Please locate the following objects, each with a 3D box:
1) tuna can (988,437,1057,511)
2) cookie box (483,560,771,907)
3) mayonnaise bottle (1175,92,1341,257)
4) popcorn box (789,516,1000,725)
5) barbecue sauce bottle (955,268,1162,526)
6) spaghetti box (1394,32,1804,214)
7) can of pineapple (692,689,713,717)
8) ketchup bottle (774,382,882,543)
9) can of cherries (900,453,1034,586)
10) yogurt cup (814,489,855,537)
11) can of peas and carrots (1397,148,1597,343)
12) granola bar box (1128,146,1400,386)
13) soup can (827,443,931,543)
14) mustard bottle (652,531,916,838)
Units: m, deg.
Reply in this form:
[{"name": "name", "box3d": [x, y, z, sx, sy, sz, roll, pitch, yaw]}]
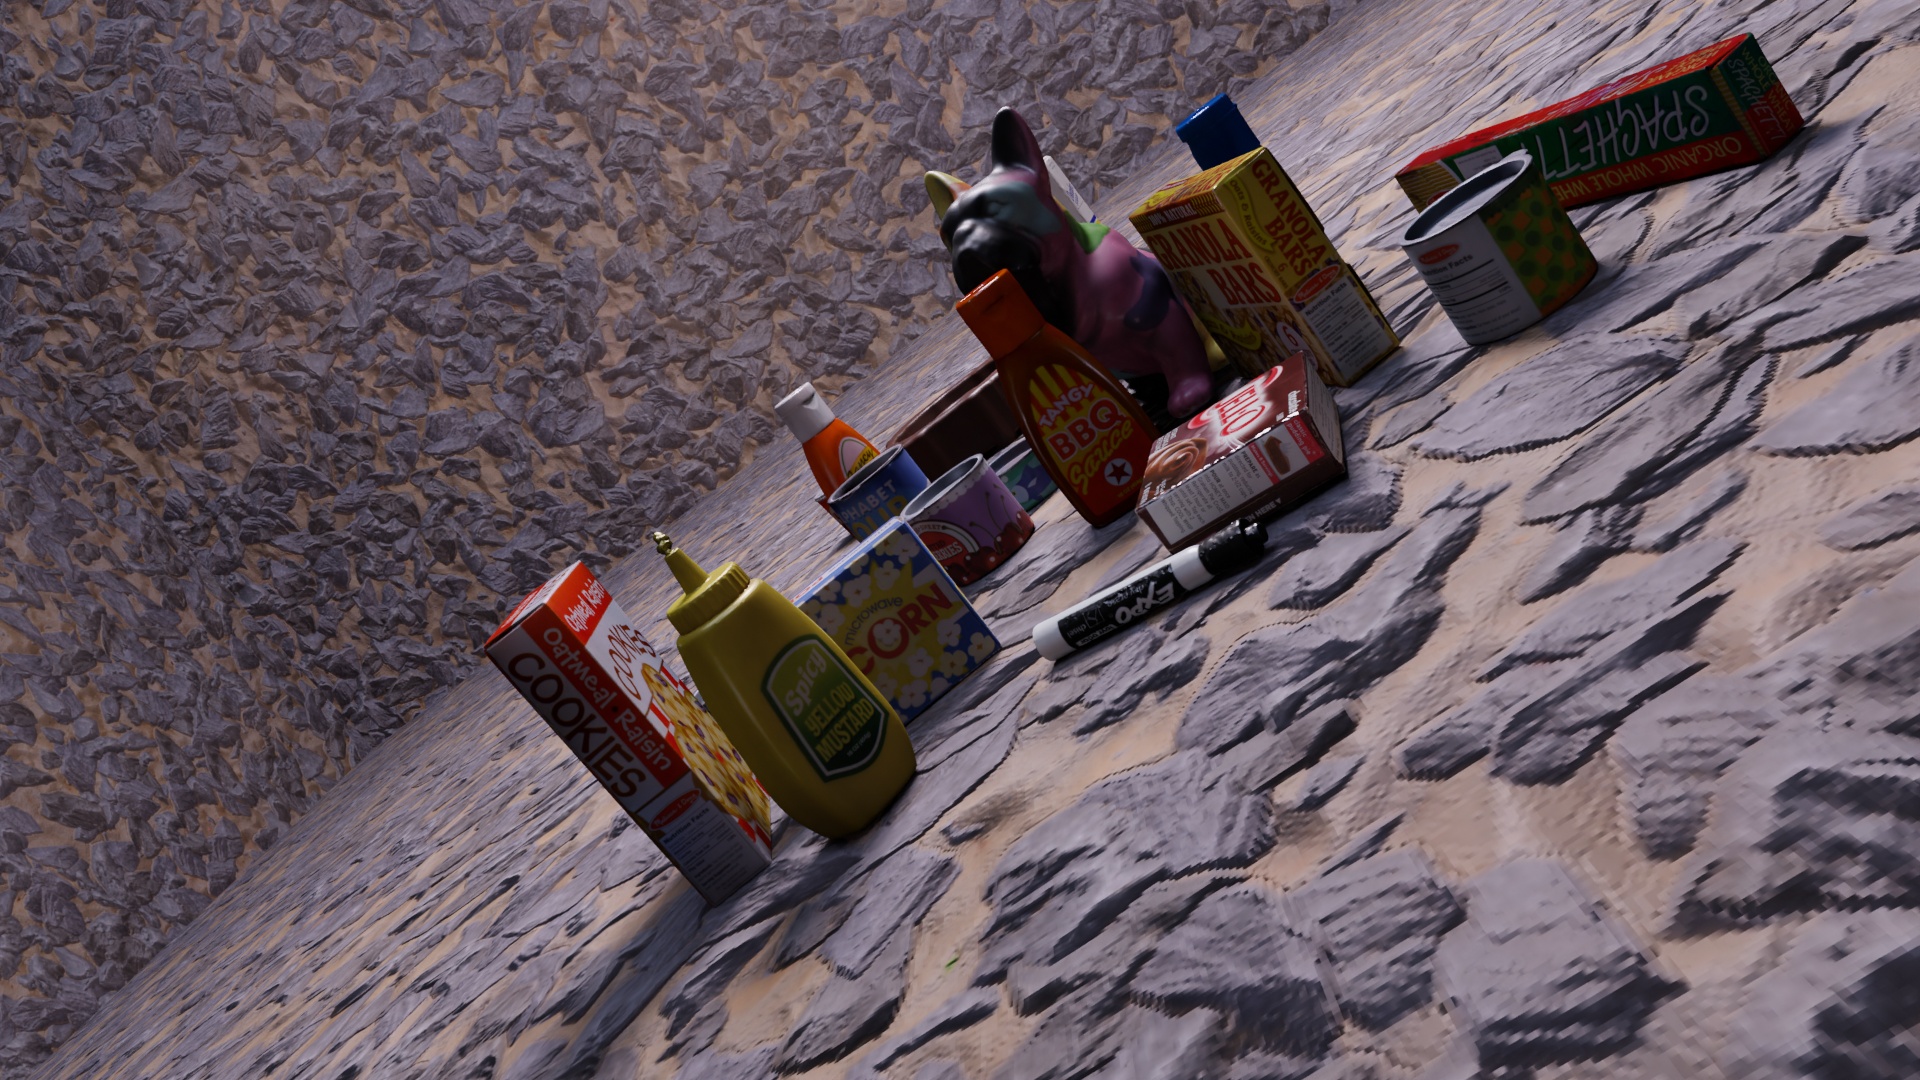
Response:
[{"name": "tuna can", "box3d": [0.043, -0.045, 0.962, 0.071, 0.033, 0.071, -36, 12, 9]}, {"name": "cookie box", "box3d": [-0.164, 0.094, 0.710, 0.040, 0.167, 0.123, -38, 11, -1]}, {"name": "mayonnaise bottle", "box3d": [0.185, -0.196, 0.832, 0.041, 0.148, 0.065, -34, 12, 19]}, {"name": "popcorn box", "box3d": [-0.054, 0.059, 0.720, 0.127, 0.085, 0.038, -39, 11, -4]}, {"name": "barbecue sauce bottle", "box3d": [0.055, -0.082, 0.779, 0.065, 0.148, 0.044, -37, 11, 7]}, {"name": "spaghetti box", "box3d": [0.308, -0.196, 0.704, 0.029, 0.050, 0.250, -40, 12, -8]}, {"name": "can of pineapple", "box3d": [-0.121, 0.100, 0.829, 0.071, 0.058, 0.071, -36, 11, 9]}, {"name": "ketchup bottle", "box3d": [-0.095, -0.062, 1.154, 0.065, 0.148, 0.043, -46, 14, -35]}, {"name": "can of cherries", "box3d": [0.003, -0.011, 0.885, 0.071, 0.058, 0.072, -36, 11, 9]}, {"name": "yogurt cup", "box3d": [-0.096, -0.040, 1.308, 0.072, 0.054, 0.072, -36, 11, 9]}, {"name": "can of peas and carrots", "box3d": [0.244, -0.132, 0.629, 0.071, 0.058, 0.071, -36, 11, 9]}, {"name": "granola bar box", "box3d": [0.163, -0.148, 0.771, 0.039, 0.124, 0.166, -38, 11, -1]}, {"name": "soup can", "box3d": [-0.043, -0.014, 0.971, 0.071, 0.083, 0.071, -36, 11, 9]}, {"name": "mustard bottle", "box3d": [-0.087, 0.060, 0.627, 0.048, 0.160, 0.065, -25, 17, 49]}]
